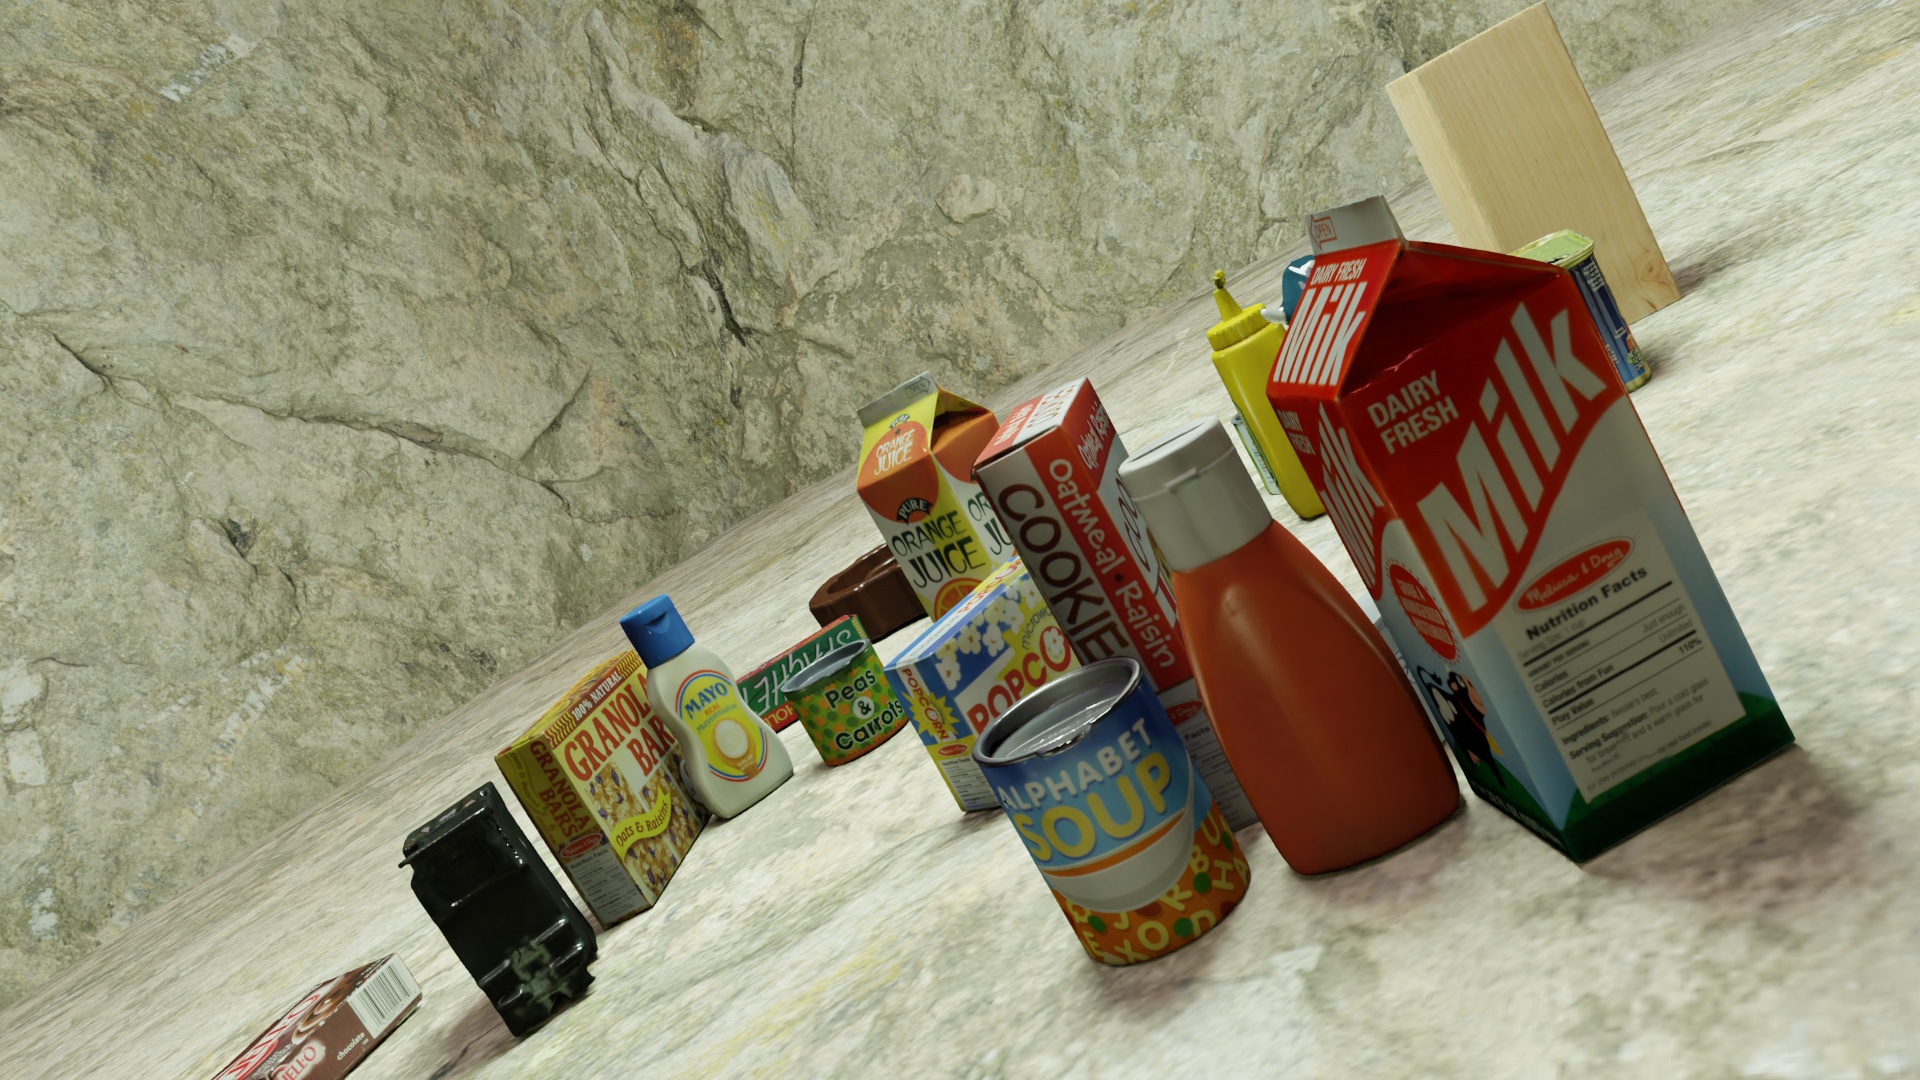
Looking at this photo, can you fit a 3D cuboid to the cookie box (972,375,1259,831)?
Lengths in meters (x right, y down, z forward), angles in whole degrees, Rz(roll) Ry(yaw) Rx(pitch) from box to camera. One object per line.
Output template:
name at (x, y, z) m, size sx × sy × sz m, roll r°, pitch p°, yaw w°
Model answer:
cookie box at (0.068, 0.022, 0.561) m, size 0.040 × 0.167 × 0.123 m, roll -27°, pitch 8°, yaw 15°

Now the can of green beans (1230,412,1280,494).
can of green beans at (0.228, -0.072, 0.953) m, size 0.071 × 0.057 × 0.071 m, roll -29°, pitch 8°, yaw 5°

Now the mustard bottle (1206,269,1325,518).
mustard bottle at (0.190, -0.093, 0.852) m, size 0.049 × 0.160 × 0.065 m, roll -27°, pitch 8°, yaw 14°

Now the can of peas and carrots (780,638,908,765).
can of peas and carrots at (-0.073, 0.105, 0.904) m, size 0.071 × 0.058 × 0.071 m, roll -29°, pitch 8°, yaw 5°

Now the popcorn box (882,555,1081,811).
popcorn box at (0.026, 0.067, 0.710) m, size 0.038 × 0.085 × 0.127 m, roll -22°, pitch 11°, yaw 42°

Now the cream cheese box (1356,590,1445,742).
cream cheese box at (0.177, 0.033, 0.519) m, size 0.104 × 0.053 × 0.024 m, roll -36°, pitch 10°, yaw -37°

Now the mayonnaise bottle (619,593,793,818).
mayonnaise bottle at (-0.172, 0.107, 0.916) m, size 0.065 × 0.148 × 0.041 m, roll -34°, pitch 9°, yaw -26°

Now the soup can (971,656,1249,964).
soup can at (0.052, 0.093, 0.478) m, size 0.071 × 0.083 × 0.071 m, roll -29°, pitch 8°, yaw 5°

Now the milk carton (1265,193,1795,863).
milk carton at (0.153, -0.013, 0.406) m, size 0.073 × 0.190 × 0.072 m, roll -29°, pitch 8°, yaw 0°

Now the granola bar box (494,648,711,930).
granola bar box at (-0.218, 0.152, 0.885) m, size 0.039 × 0.124 × 0.166 m, roll -28°, pitch 8°, yaw 10°

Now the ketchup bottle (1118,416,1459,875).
ketchup bottle at (0.102, 0.033, 0.450) m, size 0.064 × 0.148 × 0.044 m, roll -28°, pitch 8°, yaw 13°

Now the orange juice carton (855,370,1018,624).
orange juice carton at (0.003, -0.011, 0.879) m, size 0.071 × 0.192 × 0.073 m, roll -22°, pitch 11°, yaw 42°

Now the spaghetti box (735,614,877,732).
spaghetti box at (-0.178, 0.140, 1.071) m, size 0.250 × 0.050 × 0.028 m, roll -31°, pitch 8°, yaw -11°
